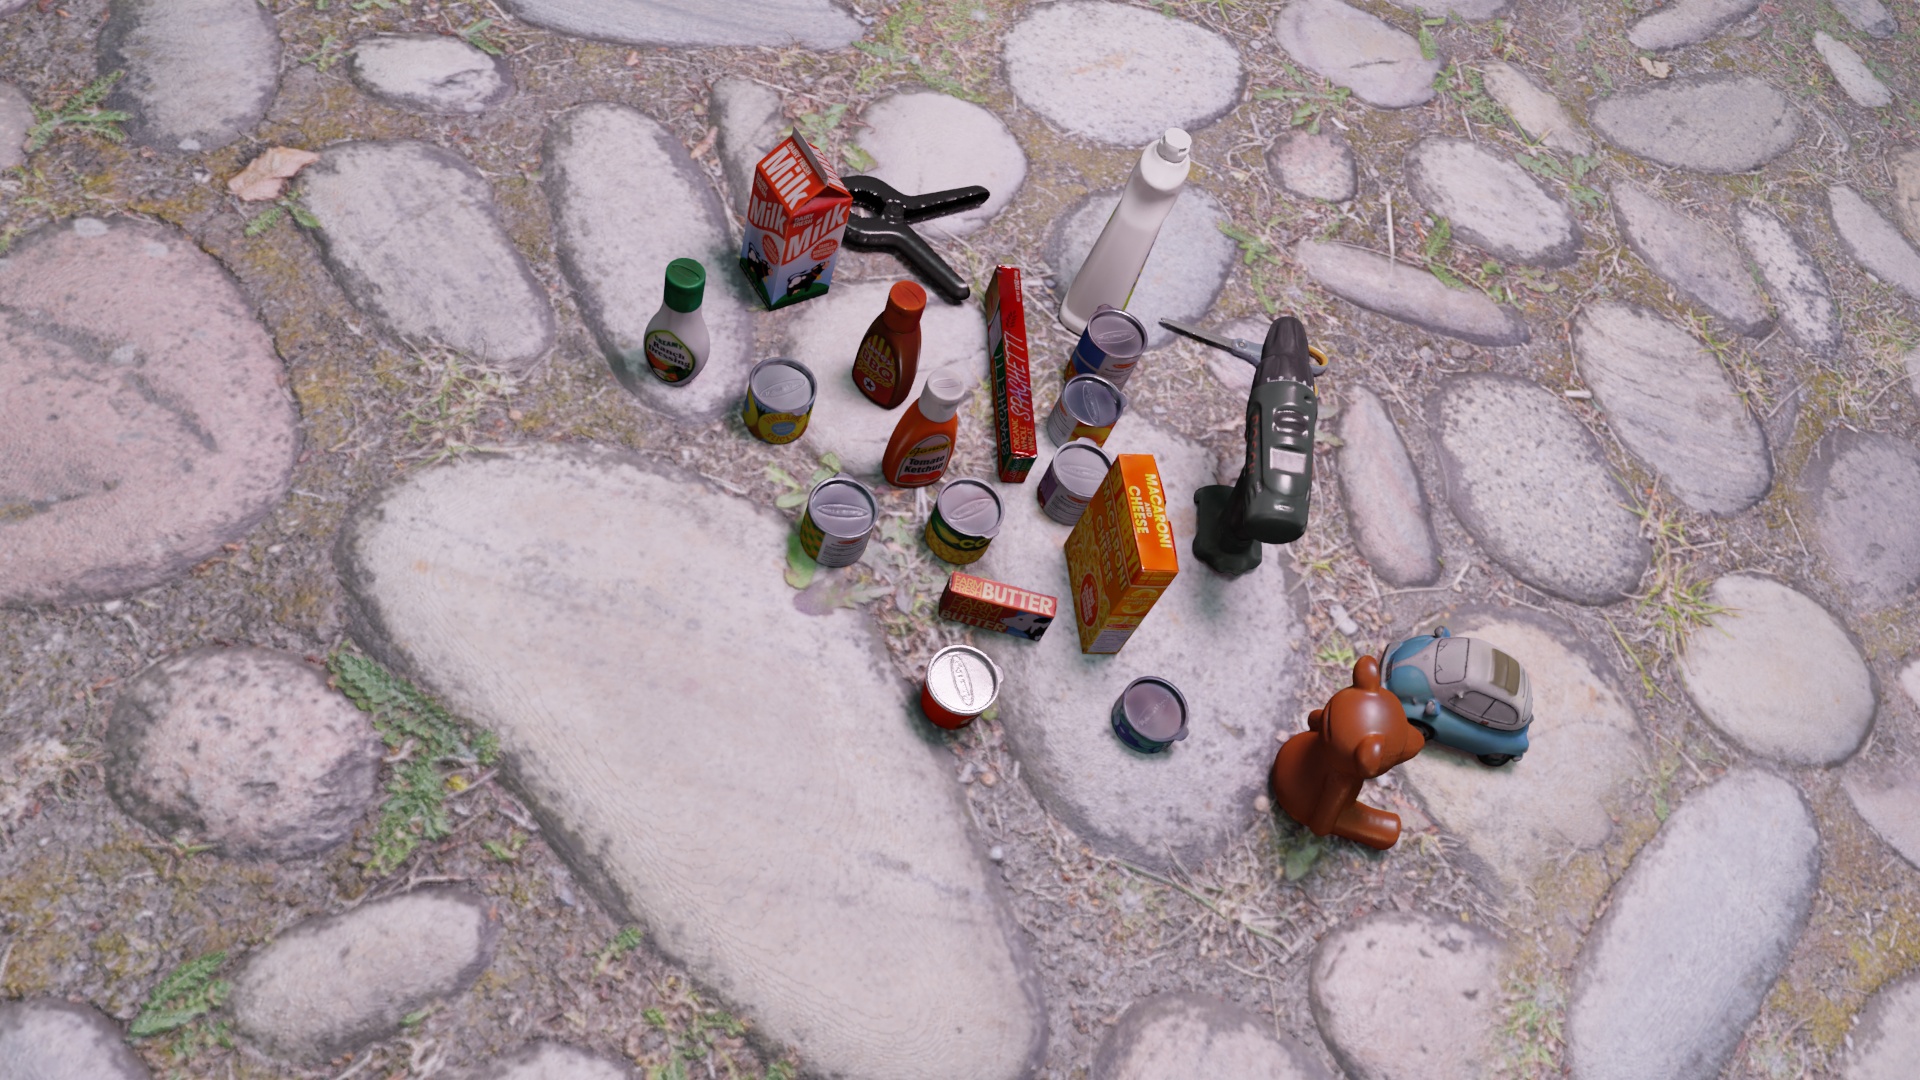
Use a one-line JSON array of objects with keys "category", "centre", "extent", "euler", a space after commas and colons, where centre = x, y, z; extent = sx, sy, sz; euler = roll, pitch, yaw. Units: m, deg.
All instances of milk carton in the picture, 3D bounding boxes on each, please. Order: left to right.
[{"category": "milk carton", "centre": [-0.164, -0.323, 1.391], "extent": [0.074, 0.189, 0.072], "euler": [-24, 69, -27]}]

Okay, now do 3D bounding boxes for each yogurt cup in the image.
[{"category": "yogurt cup", "centre": [-0.003, 0.134, 1.241], "extent": [0.072, 0.053, 0.073], "euler": [7, 58, -12]}]

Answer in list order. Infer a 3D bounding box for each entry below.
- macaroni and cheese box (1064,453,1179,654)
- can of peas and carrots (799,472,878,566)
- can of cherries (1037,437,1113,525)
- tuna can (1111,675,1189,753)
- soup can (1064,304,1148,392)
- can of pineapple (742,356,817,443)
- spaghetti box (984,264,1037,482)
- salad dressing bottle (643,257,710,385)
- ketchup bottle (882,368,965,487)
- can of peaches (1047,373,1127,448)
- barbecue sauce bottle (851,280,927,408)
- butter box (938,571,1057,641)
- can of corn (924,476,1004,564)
[{"category": "macaroni and cheese box", "centre": [0.147, 0.014, 1.290], "extent": [0.040, 0.165, 0.124], "euler": [1, 59, -15]}, {"category": "can of peas and carrots", "centre": [-0.114, -0.019, 1.299], "extent": [0.071, 0.058, 0.071], "euler": [7, 58, -12]}, {"category": "can of cherries", "centre": [0.117, -0.059, 1.391], "extent": [0.071, 0.058, 0.072], "euler": [7, 58, -12]}, {"category": "tuna can", "centre": [0.178, 0.164, 1.288], "extent": [0.071, 0.032, 0.071], "euler": [7, 58, -12]}, {"category": "soup can", "centre": [0.152, -0.196, 1.471], "extent": [0.071, 0.083, 0.071], "euler": [7, 58, -12]}, {"category": "can of pineapple", "centre": [-0.176, -0.134, 1.352], "extent": [0.071, 0.057, 0.071], "euler": [7, 58, -12]}, {"category": "spaghetti box", "centre": [0.051, -0.176, 1.449], "extent": [0.029, 0.050, 0.251], "euler": [5, 58, -14]}, {"category": "salad dressing bottle", "centre": [-0.266, -0.207, 1.316], "extent": [0.064, 0.147, 0.044], "euler": [26, 56, 0]}, {"category": "ketchup bottle", "centre": [-0.031, -0.107, 1.323], "extent": [0.065, 0.148, 0.044], "euler": [-7, 62, -20]}, {"category": "can of peaches", "centre": [0.131, -0.129, 1.439], "extent": [0.071, 0.057, 0.071], "euler": [7, 58, -12]}, {"category": "barbecue sauce bottle", "centre": [-0.066, -0.195, 1.367], "extent": [0.065, 0.147, 0.044], "euler": [43, 58, 11]}, {"category": "butter box", "centre": [0.034, 0.062, 1.296], "extent": [0.103, 0.052, 0.024], "euler": [15, 57, -7]}, {"category": "can of corn", "centre": [0.005, -0.017, 1.333], "extent": [0.071, 0.058, 0.071], "euler": [7, 58, -12]}]
